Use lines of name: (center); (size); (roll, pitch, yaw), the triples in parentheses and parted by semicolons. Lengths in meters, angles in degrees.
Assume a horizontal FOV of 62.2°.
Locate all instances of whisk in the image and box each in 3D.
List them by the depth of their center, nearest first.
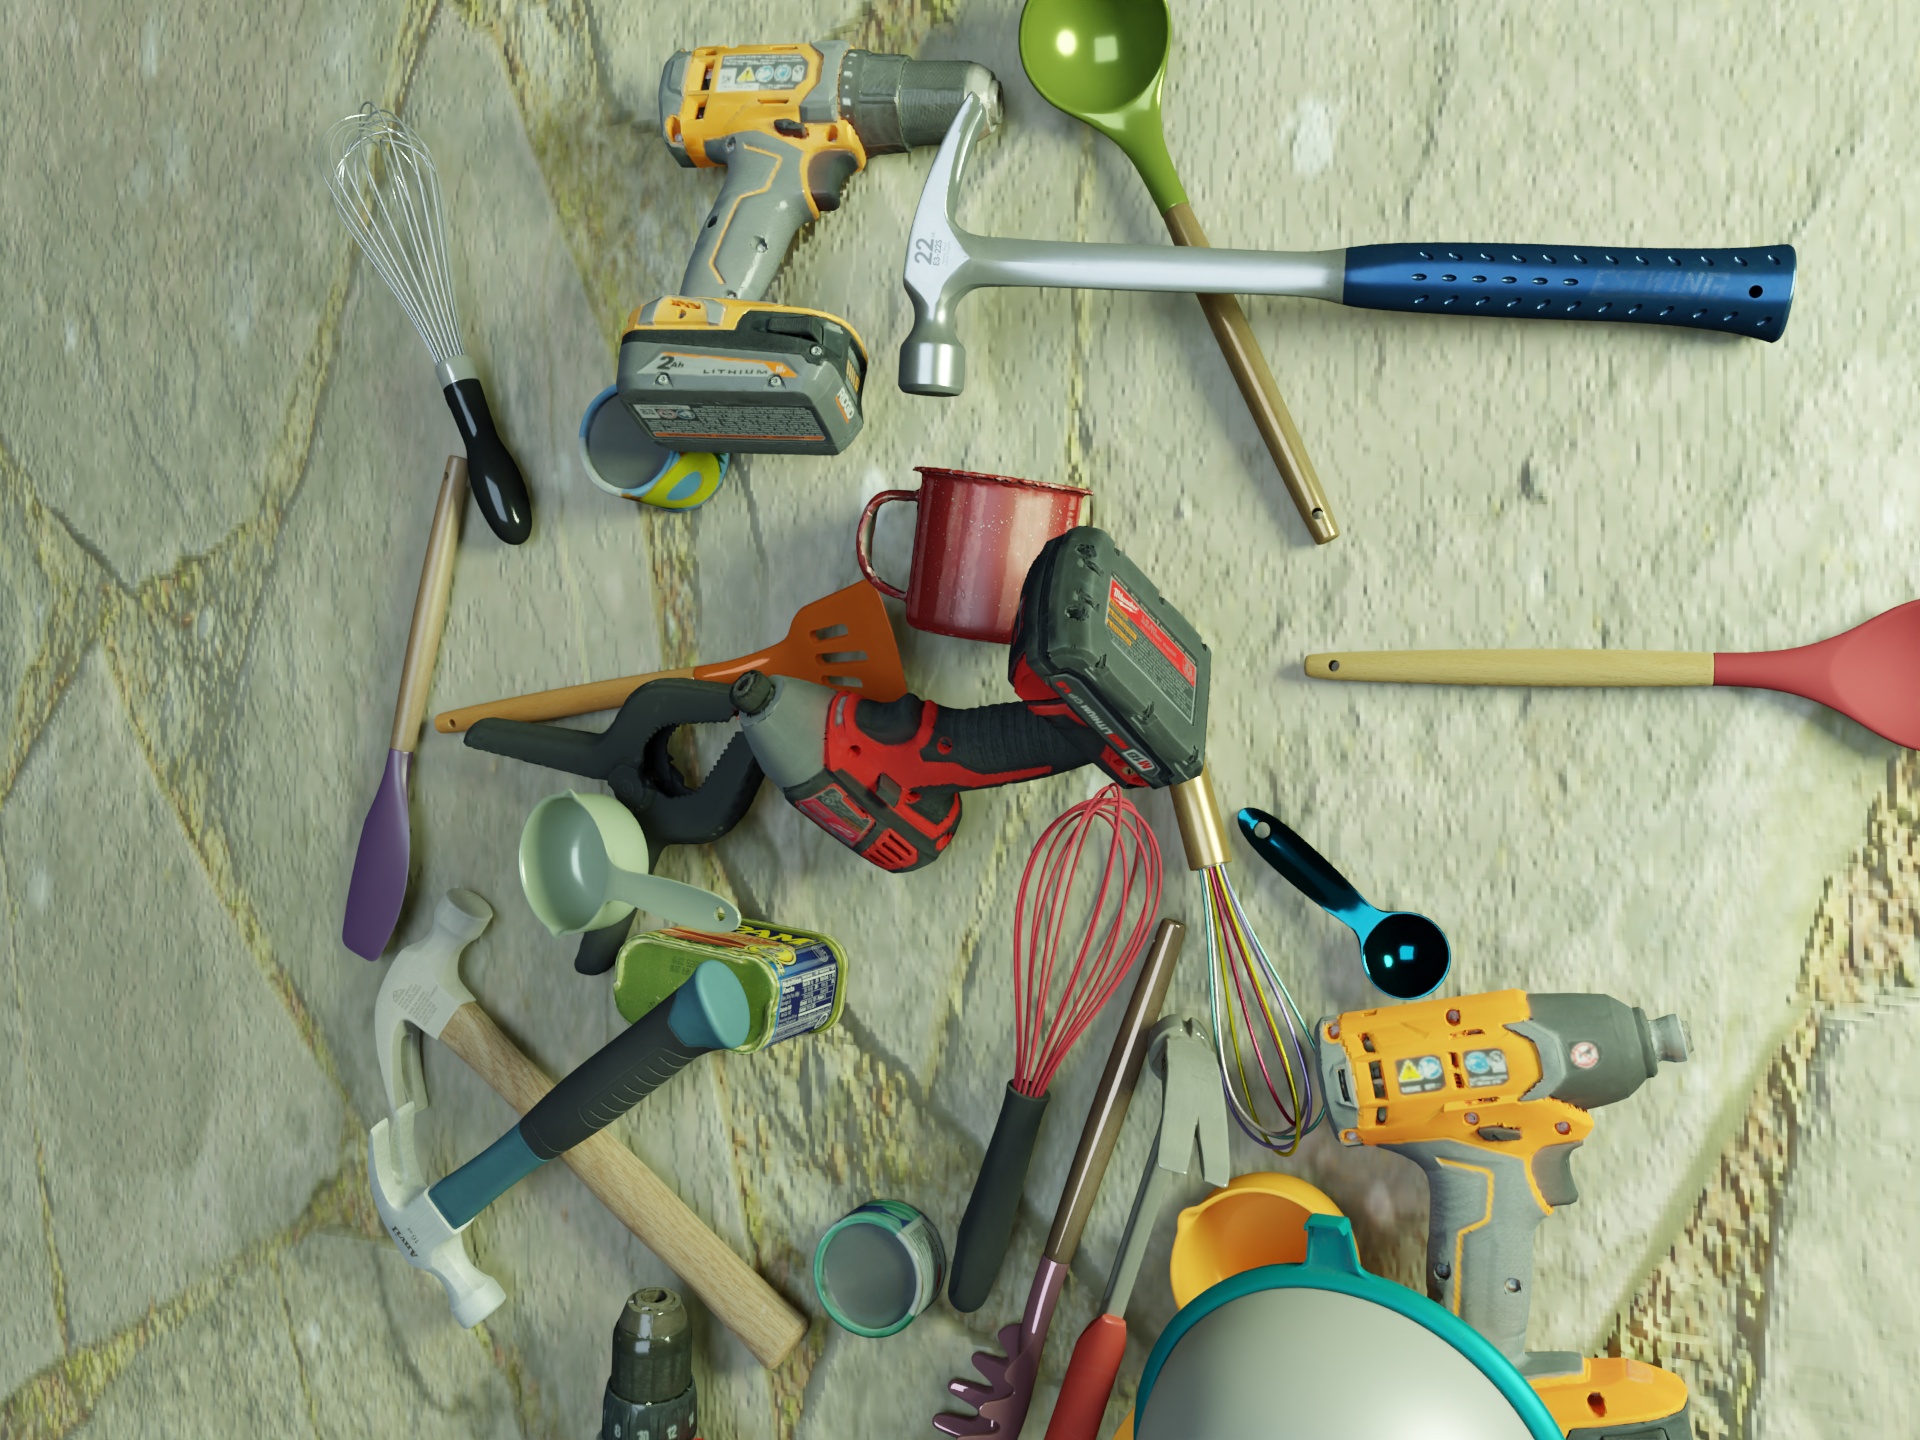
whisk: (0.133, 0.093, 0.790); (0.051, 0.047, 0.245); (-15, 80, 10)
whisk: (0.041, 0.172, 0.817); (0.073, 0.073, 0.296); (19, 101, 20)
whisk: (-0.315, -0.238, 0.959); (0.070, 0.070, 0.284); (-22, 87, 19)

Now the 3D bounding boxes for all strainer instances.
strainer: (0.115, 0.395, 0.698); (0.211, 0.095, 0.340); (47, 115, 21)

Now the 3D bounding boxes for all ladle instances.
ladle: (0.317, -0.023, 0.731); (0.315, 0.031, 0.069); (2, 87, 22)
ladle: (0.117, -0.235, 0.794); (0.078, 0.062, 0.320); (-25, 83, 14)

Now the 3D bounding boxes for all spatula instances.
spatula: (-0.174, -0.018, 0.906); (0.322, 0.041, 0.081); (-9, 103, 22)
spatula: (-0.338, -0.007, 0.979); (0.060, 0.018, 0.316); (15, 94, 38)

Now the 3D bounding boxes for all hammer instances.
hammer: (0.171, -0.216, 0.751); (0.405, 0.035, 0.144); (6, 97, 12)
hammer: (0.061, 0.327, 0.767); (0.036, 0.149, 0.359); (16, 104, 2)
hammer: (-0.220, 0.222, 0.863); (0.331, 0.033, 0.128); (-39, 88, 32)
hammer: (-0.219, 0.250, 0.925); (0.331, 0.031, 0.130); (39, 102, 17)

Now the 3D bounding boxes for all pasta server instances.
pasta server: (0.051, 0.249, 0.820); (0.040, 0.060, 0.316); (19, 93, -4)

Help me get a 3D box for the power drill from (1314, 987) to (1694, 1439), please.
power drill: (0.263, 0.236, 0.720); (0.164, 0.084, 0.226); (-13, 81, 19)

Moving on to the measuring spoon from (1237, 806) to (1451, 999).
measuring spoon: (0.188, 0.087, 0.786); (0.129, 0.021, 0.042); (43, 100, 25)

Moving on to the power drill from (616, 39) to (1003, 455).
power drill: (-0.078, -0.257, 0.837); (0.185, 0.084, 0.226); (3, 73, 12)

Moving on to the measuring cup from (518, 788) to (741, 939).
measuring cup: (-0.166, 0.084, 0.839); (0.168, 0.038, 0.083); (12, 99, 35)

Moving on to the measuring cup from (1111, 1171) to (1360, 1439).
measuring cup: (0.128, 0.299, 0.784); (0.095, 0.052, 0.173); (37, 103, 17)

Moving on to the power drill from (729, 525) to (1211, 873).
power drill: (-0.001, -0.002, 0.768); (0.219, 0.143, 0.079); (-22, 41, 34)

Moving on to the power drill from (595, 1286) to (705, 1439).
power drill: (-0.108, 0.417, 0.834); (0.227, 0.080, 0.188); (10, 100, 35)
